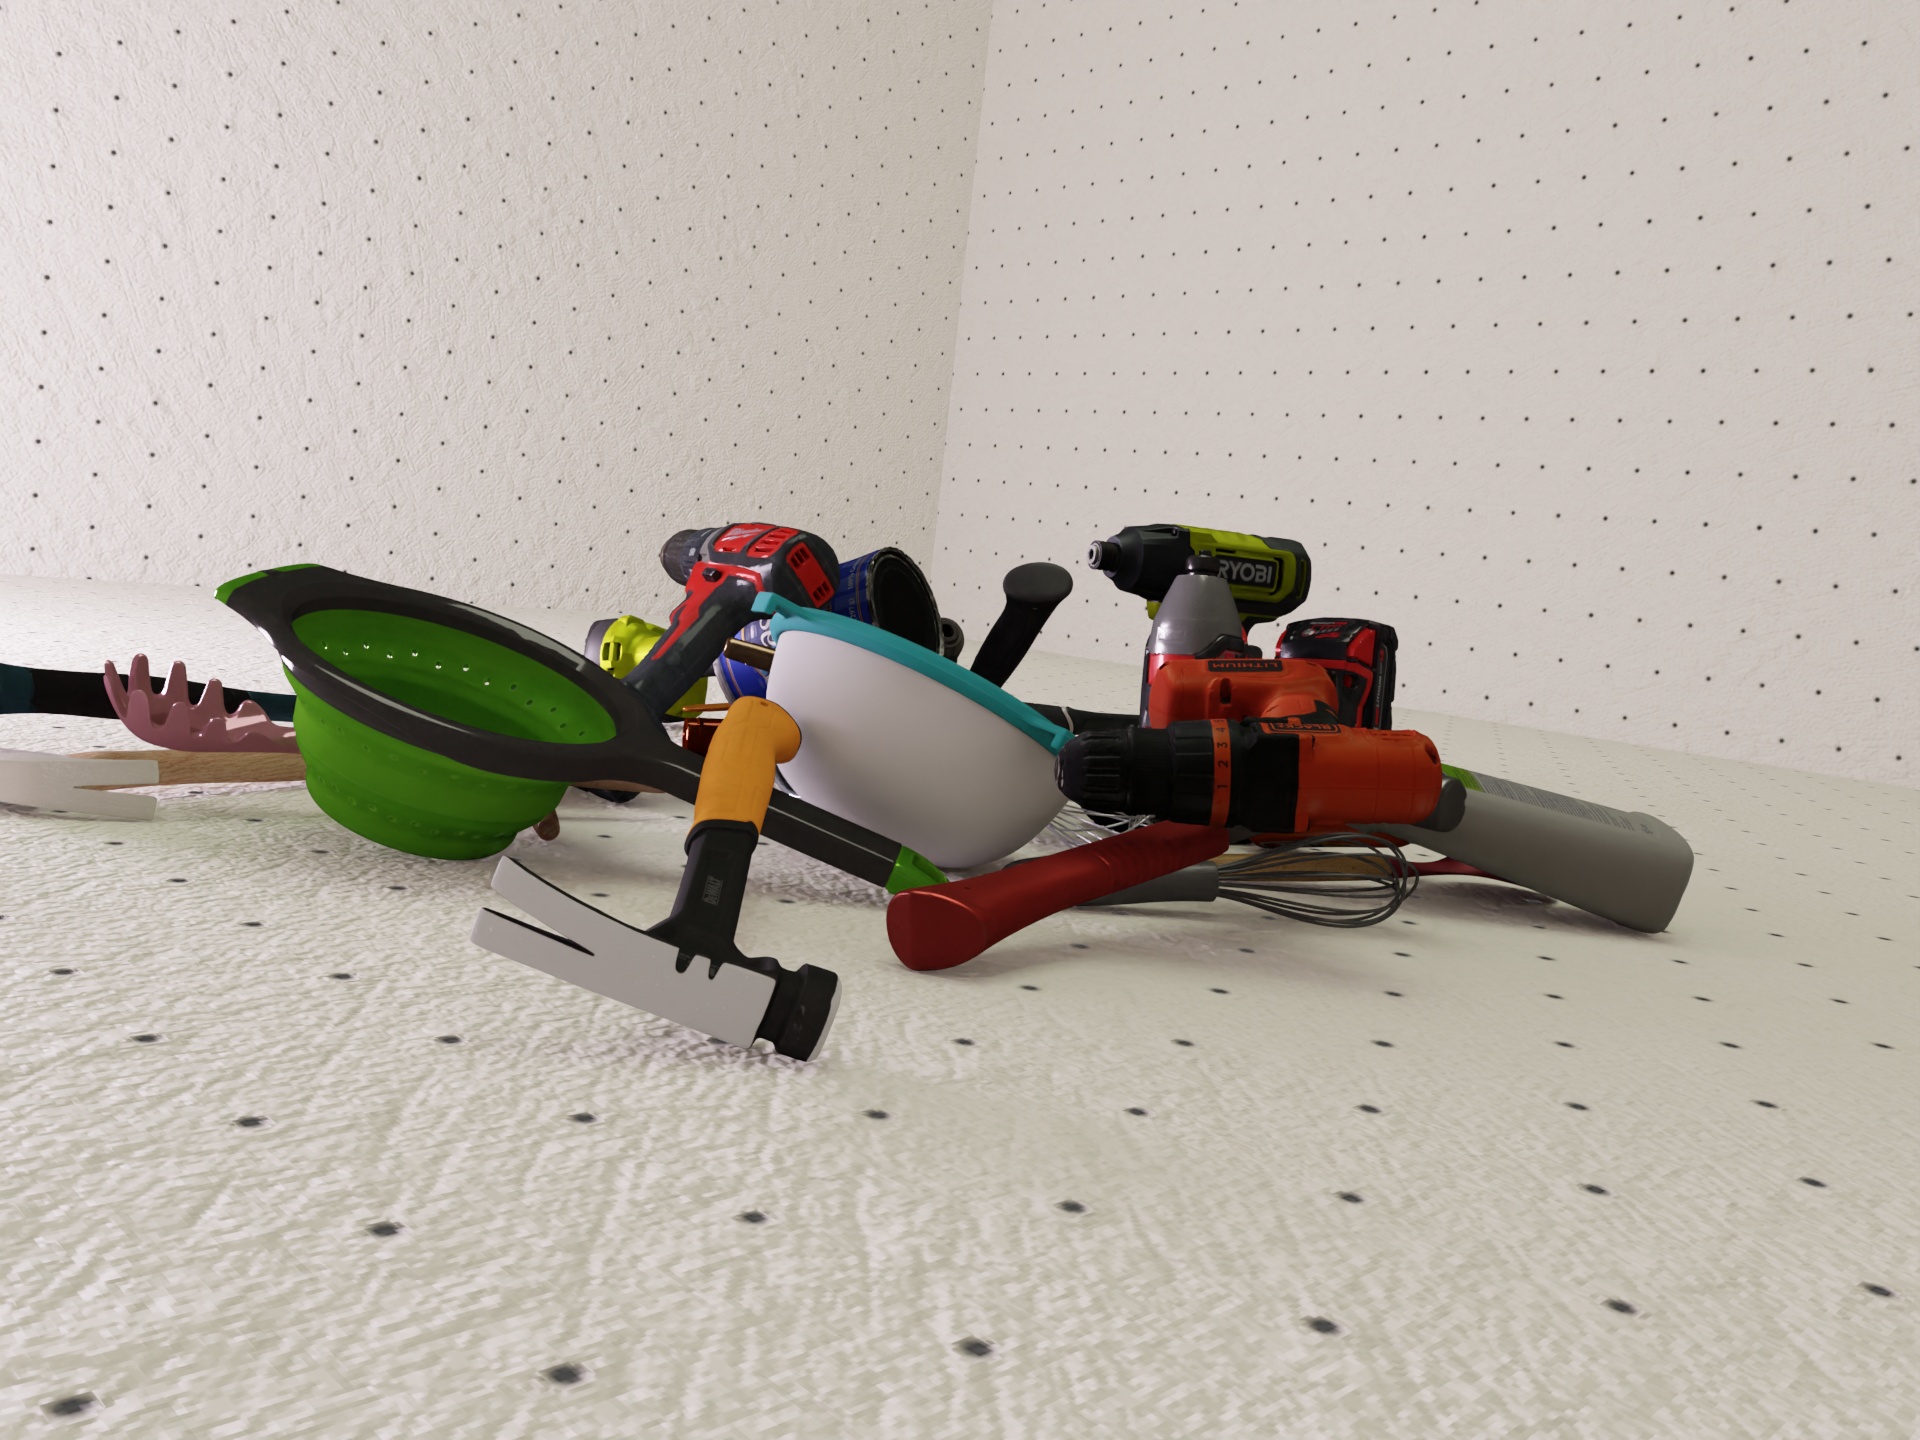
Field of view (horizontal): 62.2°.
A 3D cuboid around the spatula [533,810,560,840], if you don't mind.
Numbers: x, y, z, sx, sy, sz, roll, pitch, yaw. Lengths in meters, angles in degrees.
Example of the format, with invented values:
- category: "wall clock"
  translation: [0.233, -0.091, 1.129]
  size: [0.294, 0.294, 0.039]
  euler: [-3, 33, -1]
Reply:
- category: "spatula"
  translation: [-0.282, 0.035, 1.027]
  size: [0.059, 0.018, 0.316]
  euler: [39, -5, -22]

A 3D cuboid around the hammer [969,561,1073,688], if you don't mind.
- category: "hammer"
  translation: [0.025, -0.032, 1.226]
  size: [0.146, 0.035, 0.334]
  euler: [12, -25, -9]

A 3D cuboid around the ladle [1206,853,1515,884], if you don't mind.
- category: "ladle"
  translation: [0.250, 0.096, 1.023]
  size: [0.315, 0.031, 0.069]
  euler: [3, 6, -20]

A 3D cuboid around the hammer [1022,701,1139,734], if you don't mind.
- category: "hammer"
  translation: [0.092, 0.004, 1.214]
  size: [0.408, 0.149, 0.036]
  euler: [3, 49, -34]

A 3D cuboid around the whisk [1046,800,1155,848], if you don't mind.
- category: "whisk"
  translation: [0.050, 0.052, 1.099]
  size: [0.070, 0.070, 0.285]
  euler: [3, 2, -27]

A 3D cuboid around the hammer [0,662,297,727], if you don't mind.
- category: "hammer"
  translation: [-0.456, -0.010, 0.972]
  size: [0.128, 0.033, 0.331]
  euler: [-6, -4, 19]

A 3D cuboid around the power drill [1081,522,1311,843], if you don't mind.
- category: "power drill"
  translation: [0.159, -0.029, 1.152]
  size: [0.171, 0.223, 0.080]
  euler: [4, 6, -24]

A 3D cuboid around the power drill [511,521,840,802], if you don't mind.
- category: "power drill"
  translation: [-0.208, -0.058, 1.102]
  size: [0.227, 0.080, 0.188]
  euler: [-47, 34, -23]

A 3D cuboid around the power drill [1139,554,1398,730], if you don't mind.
- category: "power drill"
  translation: [0.200, -0.027, 1.049]
  size: [0.078, 0.143, 0.219]
  euler: [4, -1, 43]

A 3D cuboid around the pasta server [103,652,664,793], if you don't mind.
- category: "pasta server"
  translation: [-0.316, 0.011, 0.911]
  size: [0.316, 0.040, 0.060]
  euler: [9, 19, -30]

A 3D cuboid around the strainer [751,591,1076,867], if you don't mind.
- category: "strainer"
  translation: [-0.031, 0.043, 0.977]
  size: [0.211, 0.095, 0.340]
  euler: [25, -13, 10]

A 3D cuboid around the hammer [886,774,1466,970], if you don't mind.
- category: "hammer"
  translation: [0.102, 0.062, 0.818]
  size: [0.359, 0.036, 0.149]
  euler: [-12, 16, -41]

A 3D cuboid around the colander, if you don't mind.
- category: "colander"
  translation: [-0.198, 0.042, 0.831]
  size: [0.397, 0.094, 0.204]
  euler: [24, 13, -1]

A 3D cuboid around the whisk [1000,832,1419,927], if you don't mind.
- category: "whisk"
  translation: [0.138, 0.088, 0.878]
  size: [0.239, 0.055, 0.055]
  euler: [1, 6, -9]

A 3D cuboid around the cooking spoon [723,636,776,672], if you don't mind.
- category: "cooking spoon"
  translation: [-0.002, -0.003, 1.053]
  size: [0.318, 0.017, 0.069]
  euler: [16, -9, -10]

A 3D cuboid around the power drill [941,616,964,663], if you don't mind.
- category: "power drill"
  translation: [-0.110, -0.075, 1.487]
  size: [0.226, 0.084, 0.185]
  euler: [25, -29, -6]

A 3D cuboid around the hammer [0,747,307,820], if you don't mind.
- category: "hammer"
  translation: [-0.418, 0.025, 0.949]
  size: [0.130, 0.031, 0.331]
  euler: [9, 6, 31]

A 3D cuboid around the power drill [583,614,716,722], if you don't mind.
- category: "power drill"
  translation: [-0.200, -0.048, 1.405]
  size: [0.228, 0.080, 0.190]
  euler: [-5, -15, 33]

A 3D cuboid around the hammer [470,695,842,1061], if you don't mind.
- category: "hammer"
  translation: [-0.110, 0.043, 0.699]
  size: [0.127, 0.034, 0.337]
  euler: [22, 13, -8]

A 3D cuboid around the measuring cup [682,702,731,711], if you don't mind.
- category: "measuring cup"
  translation: [-0.152, 0.011, 1.292]
  size: [0.173, 0.052, 0.095]
  euler: [-1, 9, -42]
